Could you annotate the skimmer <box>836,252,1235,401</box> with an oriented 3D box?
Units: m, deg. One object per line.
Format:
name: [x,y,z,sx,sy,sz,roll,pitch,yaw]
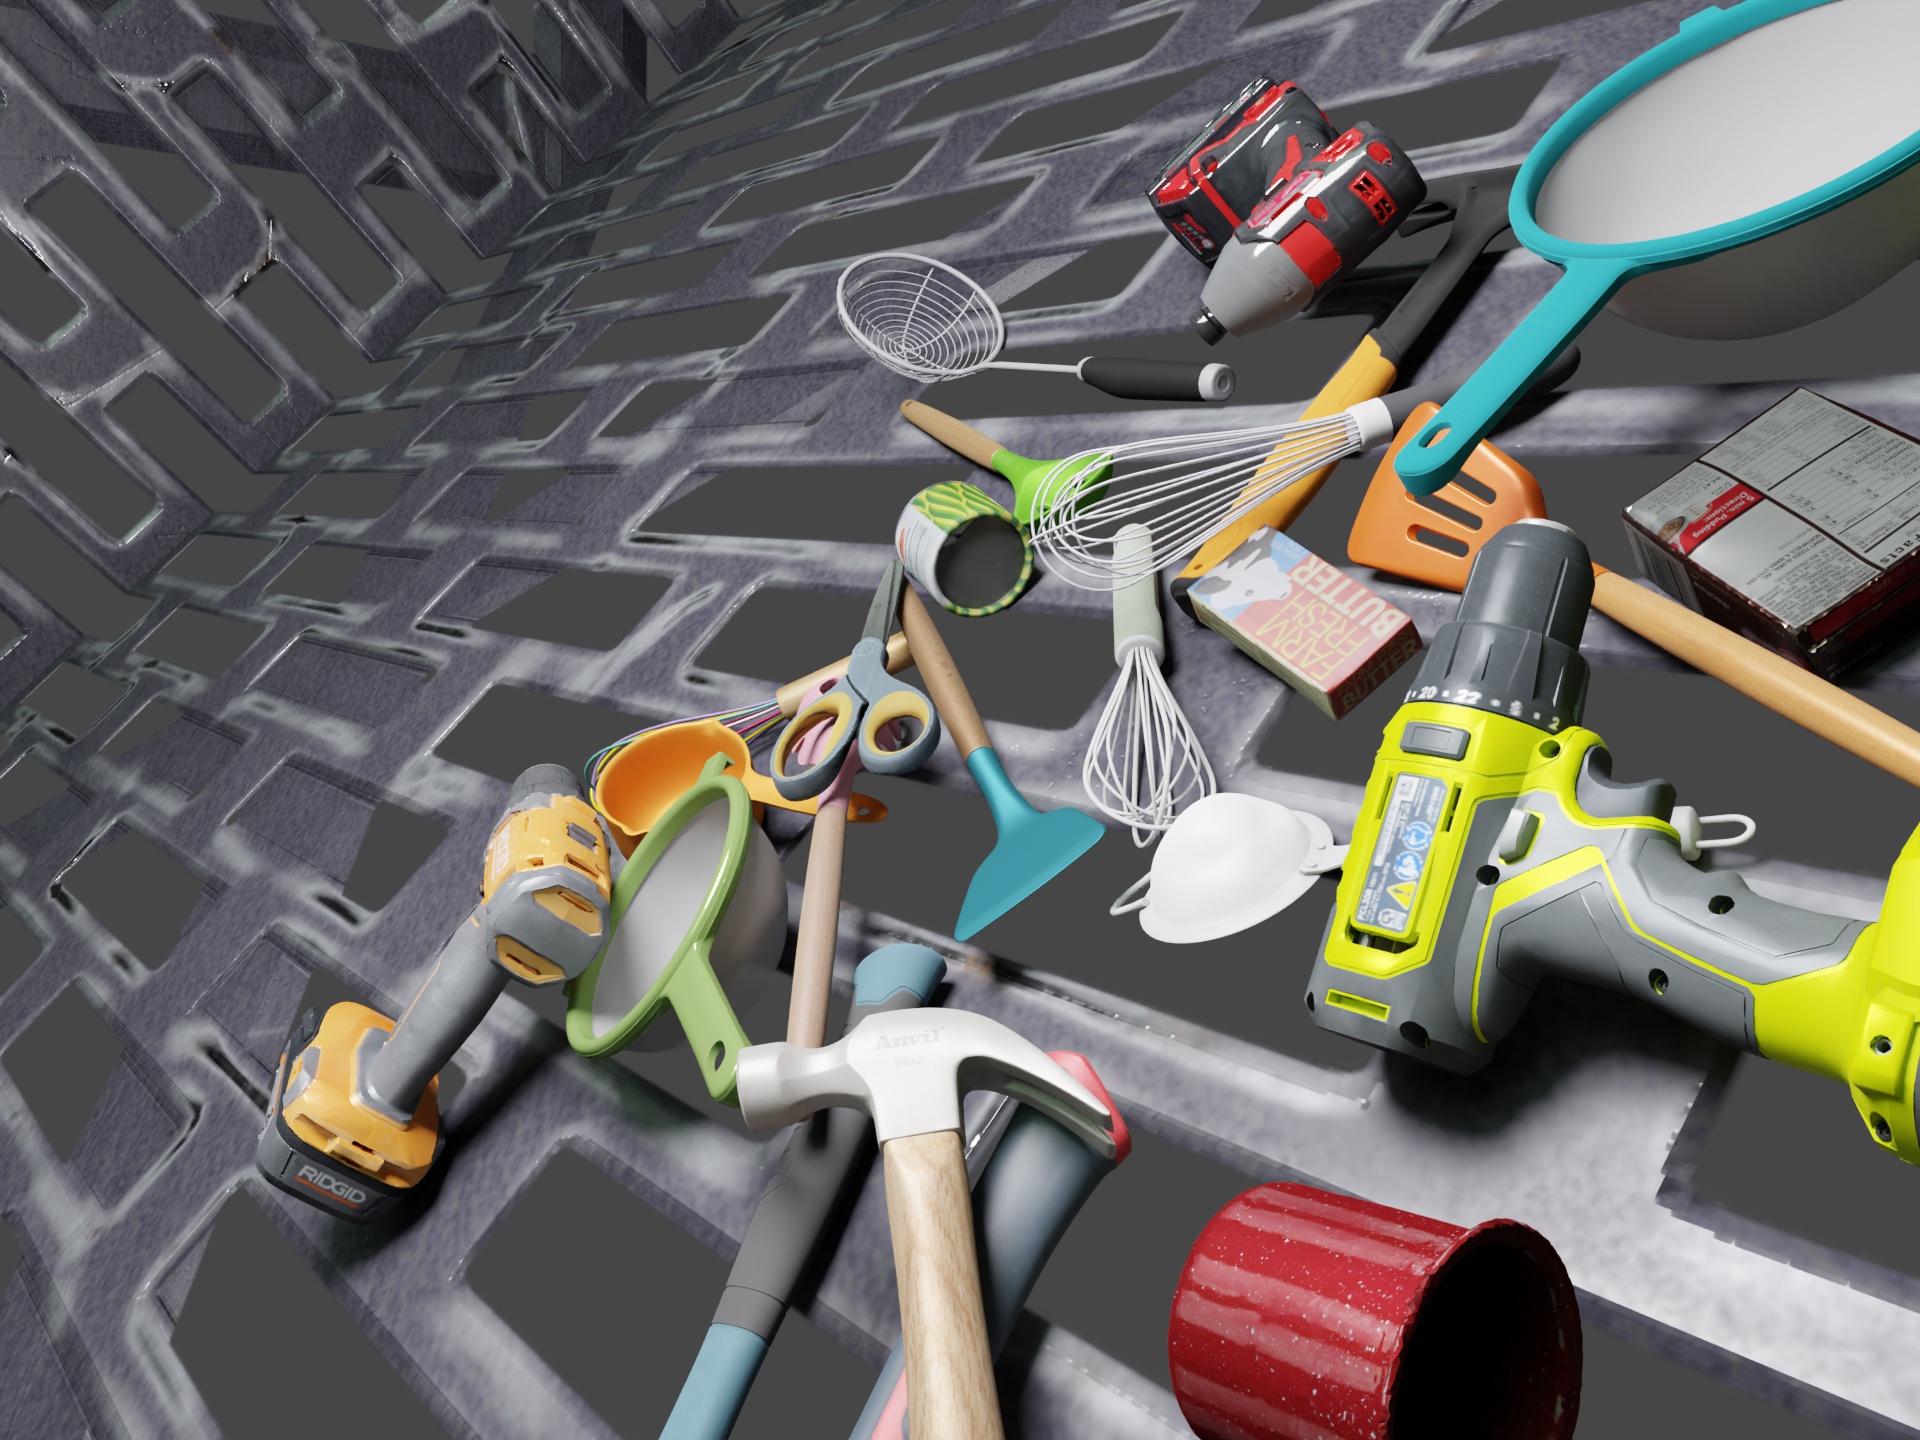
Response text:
skimmer: [0.046,-0.267,1.067,0.127,0.090,0.364,-19,24,-31]

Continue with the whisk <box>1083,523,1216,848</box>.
whisk: [0.089,-0.027,0.775,0.059,0.057,0.247,4,38,1]

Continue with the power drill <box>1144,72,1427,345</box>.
power drill: [0.183,-0.303,0.952,0.143,0.078,0.220,-41,24,19]

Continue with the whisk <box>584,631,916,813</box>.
whisk: [-0.125,-0.004,0.955,0.245,0.051,0.047,-24,29,16]

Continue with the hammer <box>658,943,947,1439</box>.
hammer: [-0.082,0.230,0.628,0.128,0.033,0.331,-9,42,39]

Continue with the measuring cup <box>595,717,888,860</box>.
measuring cup: [-0.115,0.054,0.875,0.174,0.052,0.095,8,44,21]

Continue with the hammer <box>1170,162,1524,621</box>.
hammer: [0.208,-0.181,0.851,0.127,0.034,0.337,12,57,50]

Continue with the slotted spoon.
slotted spoon: [0.019,-0.177,1.042,0.070,0.031,0.314,-40,30,-3]

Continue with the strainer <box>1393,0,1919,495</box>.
strainer: [0.320,-0.193,0.698,0.340,0.095,0.211,-46,31,-10]

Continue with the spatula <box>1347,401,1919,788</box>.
spatula: [0.255,-0.044,0.610,0.081,0.041,0.323,-67,24,17]

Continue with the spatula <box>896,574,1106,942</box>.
spatula: [-0.001,-0.003,0.813,0.082,0.044,0.318,-38,37,9]

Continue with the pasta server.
pasta server: [-0.064,0.070,0.772,0.060,0.040,0.316,0,37,1]

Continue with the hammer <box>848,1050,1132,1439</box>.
hammer: [-0.052,0.268,0.509,0.143,0.038,0.386,16,53,21]

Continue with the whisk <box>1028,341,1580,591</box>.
whisk: [0.166,-0.132,0.767,0.284,0.070,0.070,-19,33,-4]

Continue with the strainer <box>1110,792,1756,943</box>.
strainer: [0.163,0.048,0.609,0.258,0.050,0.087,-7,29,35]

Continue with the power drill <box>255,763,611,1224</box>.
power drill: [-0.271,0.131,0.853,0.226,0.084,0.185,-49,25,7]

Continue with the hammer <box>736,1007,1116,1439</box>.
hammer: [0.003,0.234,0.483,0.130,0.031,0.332,-11,48,1]

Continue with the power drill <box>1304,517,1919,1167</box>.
power drill: [0.227,0.032,0.486,0.229,0.080,0.190,11,78,49]

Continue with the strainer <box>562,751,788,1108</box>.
strainer: [-0.108,0.120,0.733,0.151,0.069,0.256,-57,25,2]
